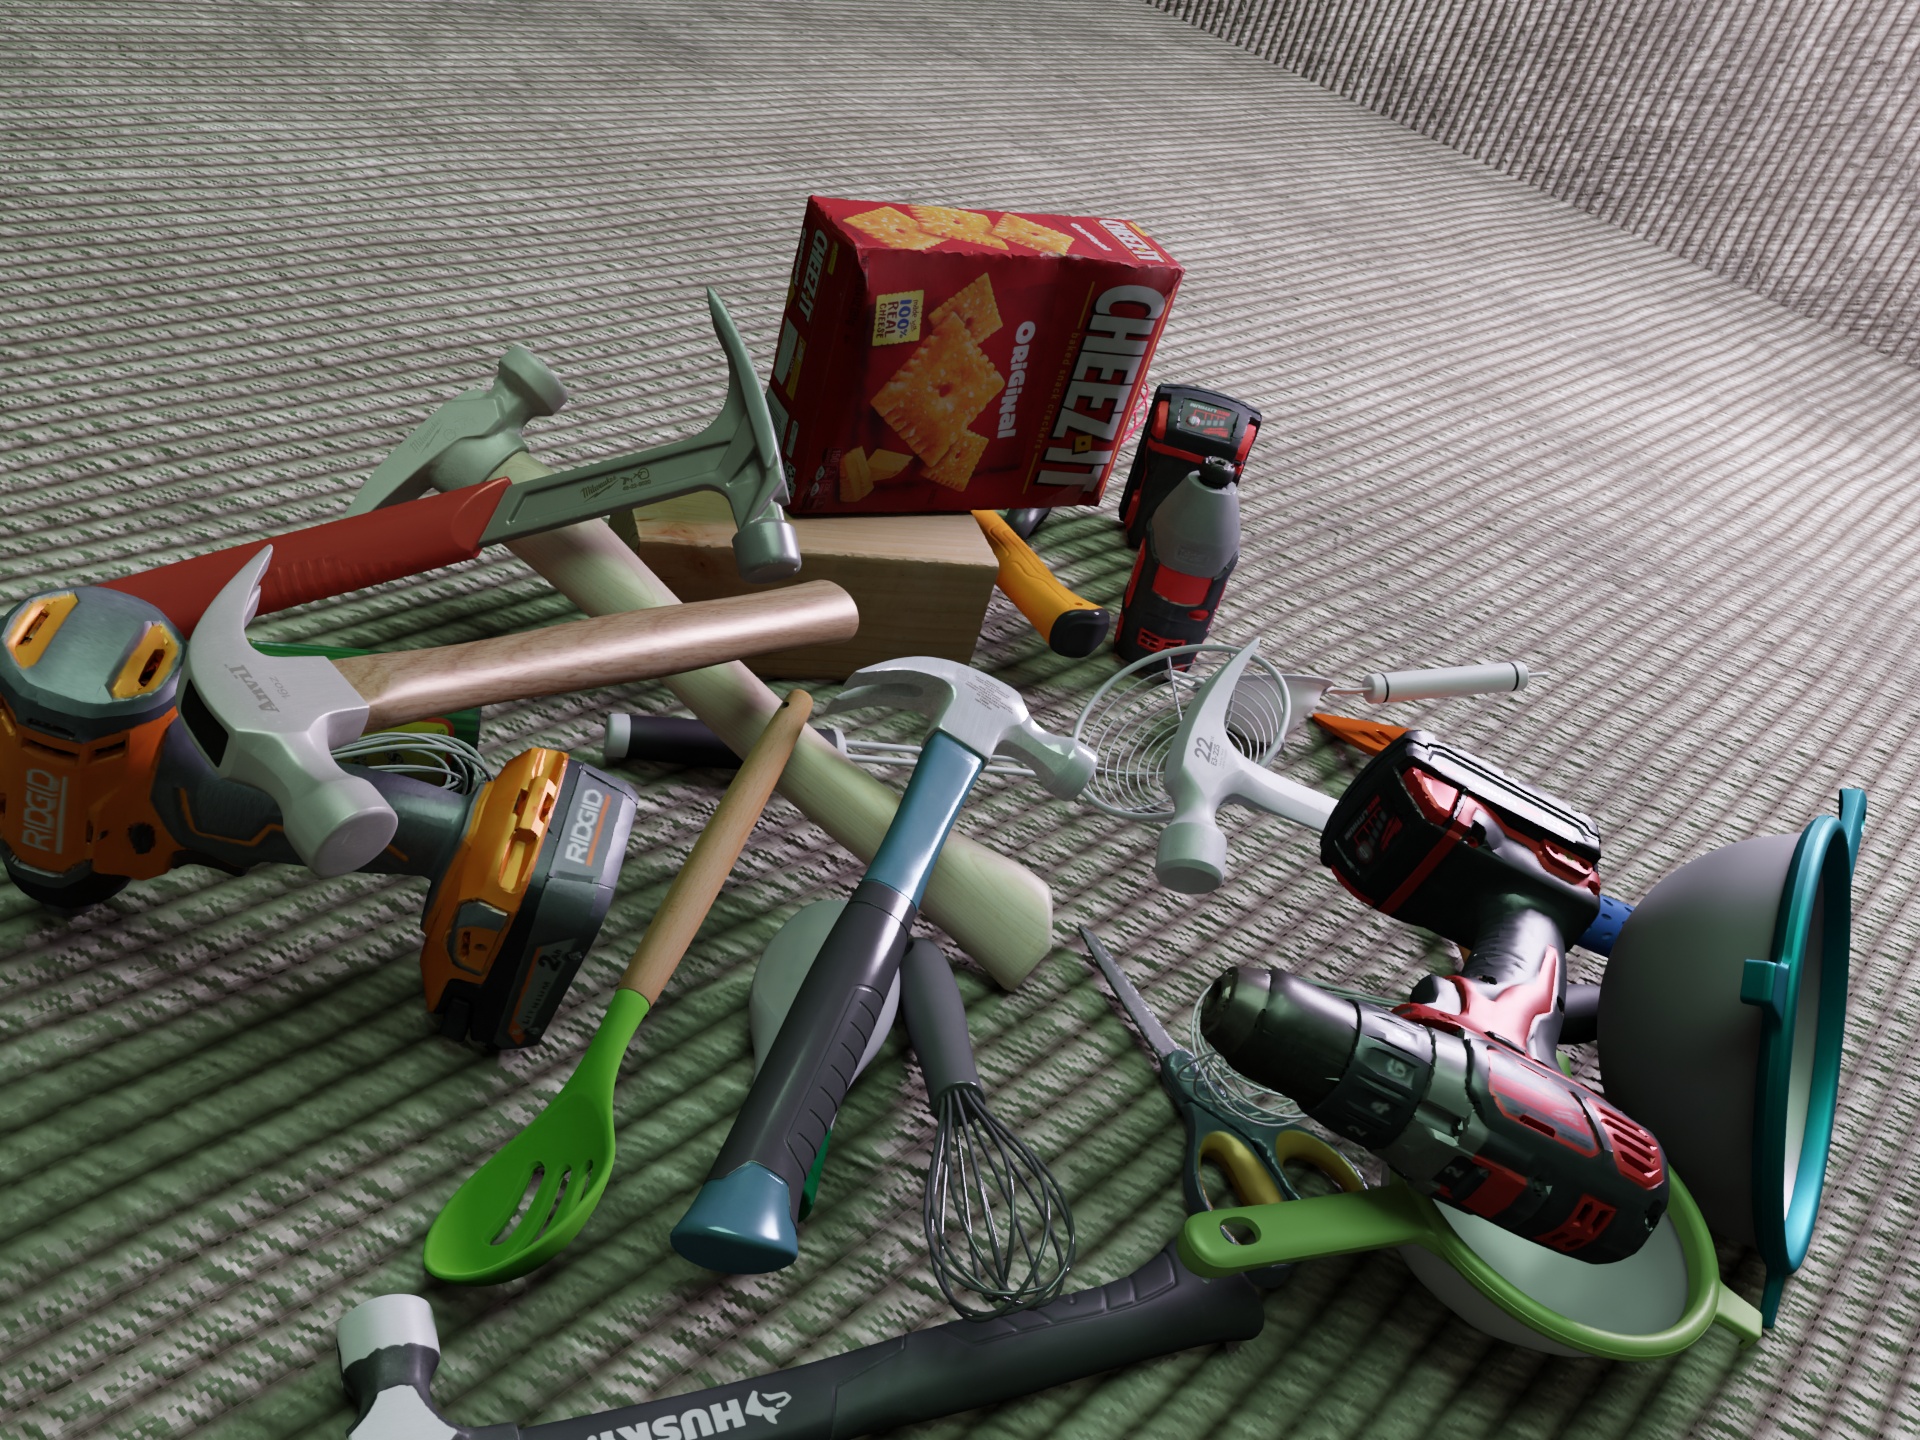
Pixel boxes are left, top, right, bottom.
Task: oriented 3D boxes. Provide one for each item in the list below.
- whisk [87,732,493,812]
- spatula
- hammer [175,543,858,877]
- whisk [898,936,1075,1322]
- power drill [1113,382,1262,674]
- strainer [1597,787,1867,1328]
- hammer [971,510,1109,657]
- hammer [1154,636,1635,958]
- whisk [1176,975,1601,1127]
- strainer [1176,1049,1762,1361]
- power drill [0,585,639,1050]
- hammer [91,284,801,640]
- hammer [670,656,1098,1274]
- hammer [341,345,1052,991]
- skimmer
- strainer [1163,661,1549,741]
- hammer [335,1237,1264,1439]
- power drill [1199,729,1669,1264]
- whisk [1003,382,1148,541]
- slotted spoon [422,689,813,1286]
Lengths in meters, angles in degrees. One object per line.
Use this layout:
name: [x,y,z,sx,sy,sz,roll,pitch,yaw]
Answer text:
whisk: [-0.326,0.031,0.676,0.246,0.059,0.058,-3,54,-12]
spatula: [0.276,0.091,0.913,0.081,0.041,0.323,9,40,-10]
hammer: [-0.154,-0.028,0.646,0.130,0.031,0.331,43,30,19]
whisk: [0.000,0.153,0.647,0.055,0.055,0.239,8,21,-15]
power drill: [0.152,-0.140,1.066,0.078,0.143,0.220,16,32,0]
strainer: [0.392,0.118,0.804,0.095,0.210,0.340,4,28,34]
hammer: [0.002,-0.133,1.035,0.127,0.034,0.337,3,29,-26]
hammer: [0.290,0.083,0.847,0.405,0.035,0.144,21,58,-14]
whisk: [0.220,0.147,0.749,0.284,0.070,0.070,1,38,-31]
strainer: [0.189,0.215,0.653,0.256,0.069,0.152,2,39,-27]
power drill: [-0.258,0.051,0.622,0.226,0.164,0.084,21,43,-16]
hammer: [-0.264,-0.097,0.767,0.359,0.036,0.149,-15,78,-4]
hammer: [-0.034,0.087,0.669,0.128,0.033,0.331,33,42,-7]
hammer: [-0.125,-0.008,0.784,0.411,0.038,0.146,41,79,9]
skimmer: [-0.001,-0.003,0.851,0.363,0.090,0.127,5,38,-19]
strainer: [0.254,-0.017,0.998,0.258,0.087,0.050,-5,83,-12]
hammer: [-0.033,0.240,0.555,0.334,0.035,0.146,-3,39,-28]
power drill: [0.197,0.103,0.677,0.188,0.080,0.227,26,37,-4]
whisk: [0.085,-0.207,1.203,0.073,0.073,0.296,23,40,7]
slotted spoon: [-0.122,0.095,0.655,0.070,0.031,0.314,-9,38,31]
